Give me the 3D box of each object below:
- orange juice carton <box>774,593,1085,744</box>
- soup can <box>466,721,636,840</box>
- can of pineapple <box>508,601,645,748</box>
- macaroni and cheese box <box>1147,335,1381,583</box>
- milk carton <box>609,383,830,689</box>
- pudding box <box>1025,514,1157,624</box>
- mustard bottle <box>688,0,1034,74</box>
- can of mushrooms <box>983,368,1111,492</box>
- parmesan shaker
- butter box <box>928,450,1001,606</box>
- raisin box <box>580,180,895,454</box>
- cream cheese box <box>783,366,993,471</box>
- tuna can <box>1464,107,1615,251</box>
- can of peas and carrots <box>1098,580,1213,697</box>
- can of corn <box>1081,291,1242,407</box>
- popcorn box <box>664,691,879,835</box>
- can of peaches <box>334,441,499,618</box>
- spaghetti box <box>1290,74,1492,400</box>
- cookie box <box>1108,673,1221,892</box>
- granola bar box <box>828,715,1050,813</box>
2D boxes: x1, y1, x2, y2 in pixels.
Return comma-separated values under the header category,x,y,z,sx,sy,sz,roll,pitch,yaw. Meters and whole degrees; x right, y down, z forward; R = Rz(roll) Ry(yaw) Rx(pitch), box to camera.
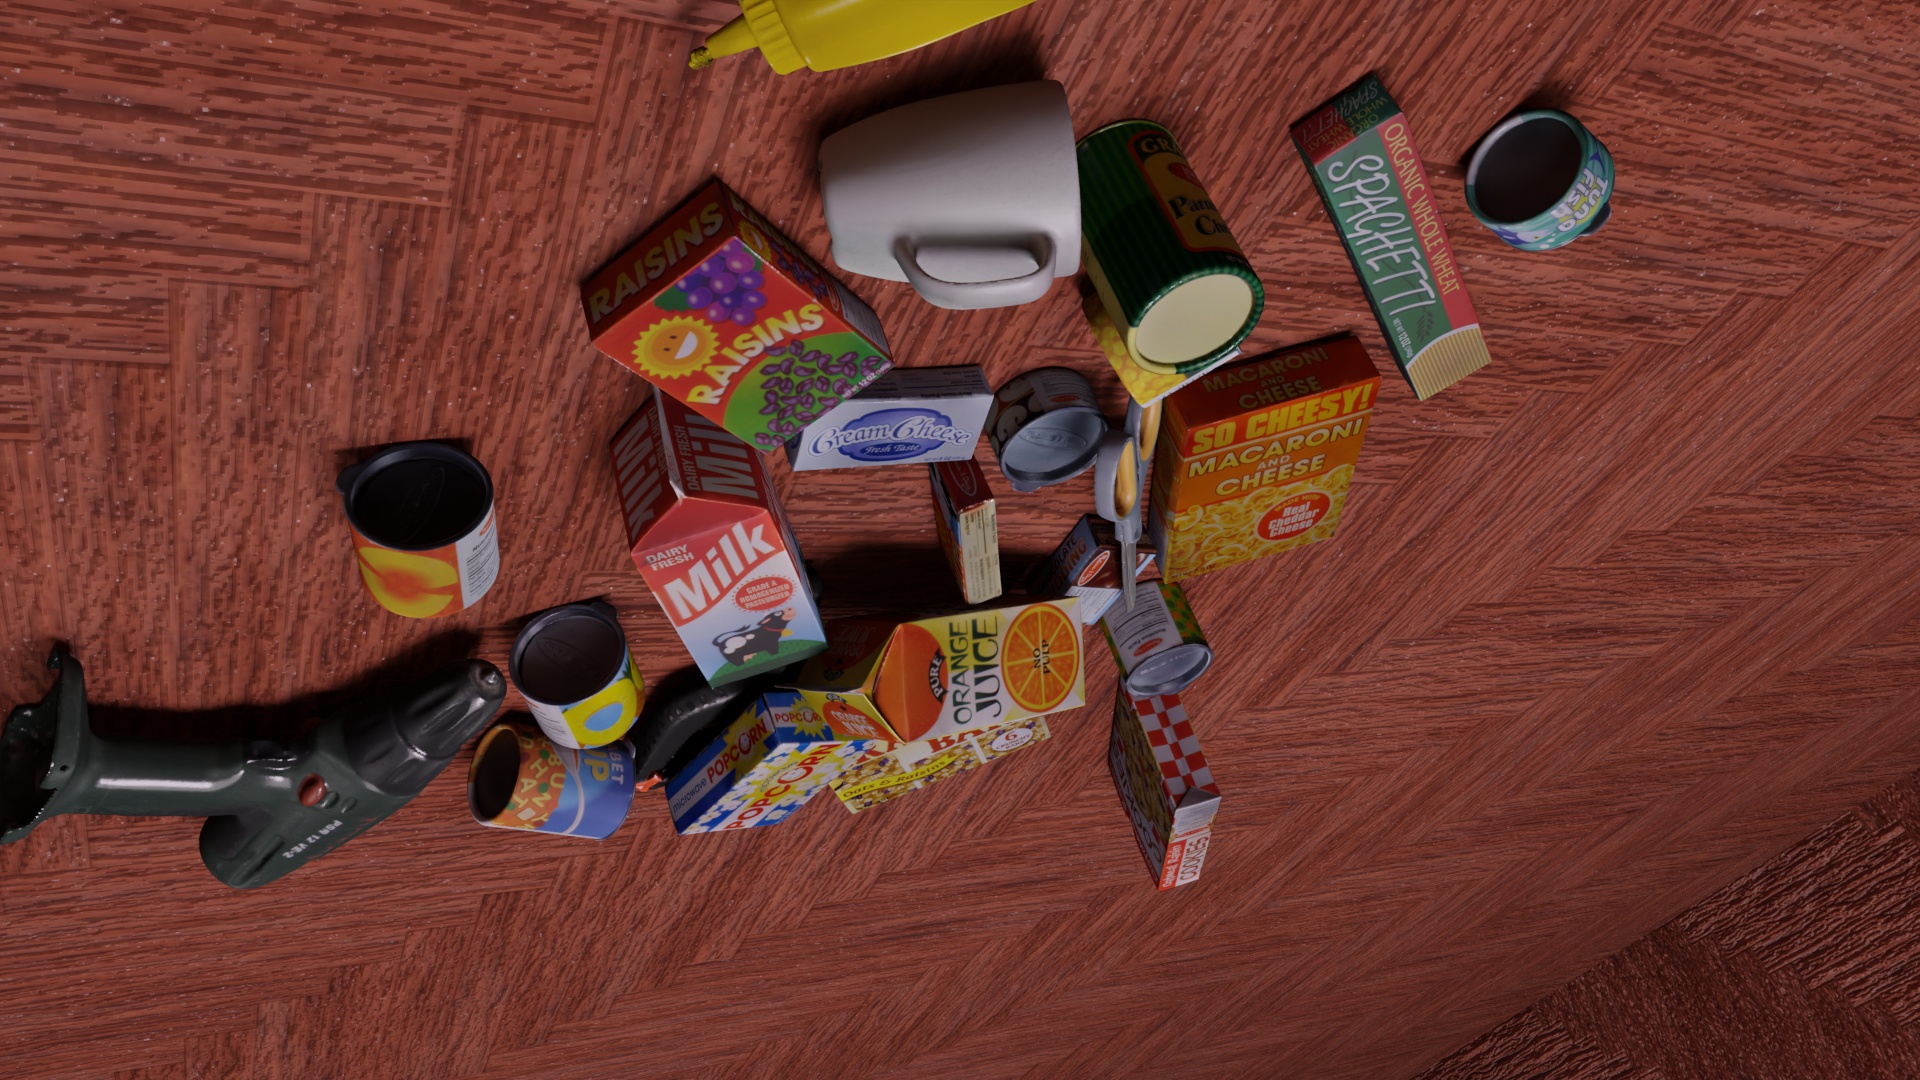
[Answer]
category,x,y,z,sx,sy,sz,roll,pitch,yaw
orange juice carton,-0.015,0.078,0.853,0.193,0.073,0.071,-6,-177,-41
soup can,-0.260,0.152,0.890,0.071,0.071,0.084,-40,141,26
can of pineapple,-0.220,0.079,0.807,0.071,0.071,0.057,-15,146,-9
macaroni and cheese box,0.183,-0.047,0.868,0.124,0.040,0.165,-16,146,-7
milk carton,-0.130,-0.003,0.734,0.073,0.072,0.189,-18,146,-3
pudding box,0.086,0.021,0.920,0.050,0.030,0.083,5,138,-32
mustard bottle,-0.030,-0.209,0.509,0.160,0.065,0.048,-22,150,9
can of mushrooms,0.047,-0.062,0.781,0.071,0.033,0.070,-15,146,-10
parmesan shaker,0.091,-0.134,0.640,0.071,0.103,0.071,-14,146,-10
butter box,0.003,-0.010,0.812,0.024,0.053,0.103,-19,147,-8
raisin box,-0.101,-0.099,0.645,0.086,0.040,0.123,-32,146,18
cream cheese box,-0.038,-0.065,0.739,0.104,0.024,0.053,-5,142,-22
tuna can,0.296,-0.183,0.709,0.033,0.071,0.070,18,130,-41
can of peas and carrots,0.140,0.071,0.993,0.071,0.059,0.070,-14,146,-10
can of corn,0.102,-0.112,0.713,0.058,0.071,0.071,-30,145,14
popcorn box,-0.124,0.145,0.907,0.085,0.038,0.126,6,141,-45
can of peaches,-0.260,-0.005,0.670,0.071,0.071,0.057,-7,144,-19
spaghetti box,0.241,-0.154,0.759,0.050,0.029,0.249,-32,145,14
cookie box,0.160,0.192,1.115,0.040,0.123,0.166,-14,146,-8
granola bar box,-0.024,0.134,1.012,0.165,0.039,0.123,-21,146,0
